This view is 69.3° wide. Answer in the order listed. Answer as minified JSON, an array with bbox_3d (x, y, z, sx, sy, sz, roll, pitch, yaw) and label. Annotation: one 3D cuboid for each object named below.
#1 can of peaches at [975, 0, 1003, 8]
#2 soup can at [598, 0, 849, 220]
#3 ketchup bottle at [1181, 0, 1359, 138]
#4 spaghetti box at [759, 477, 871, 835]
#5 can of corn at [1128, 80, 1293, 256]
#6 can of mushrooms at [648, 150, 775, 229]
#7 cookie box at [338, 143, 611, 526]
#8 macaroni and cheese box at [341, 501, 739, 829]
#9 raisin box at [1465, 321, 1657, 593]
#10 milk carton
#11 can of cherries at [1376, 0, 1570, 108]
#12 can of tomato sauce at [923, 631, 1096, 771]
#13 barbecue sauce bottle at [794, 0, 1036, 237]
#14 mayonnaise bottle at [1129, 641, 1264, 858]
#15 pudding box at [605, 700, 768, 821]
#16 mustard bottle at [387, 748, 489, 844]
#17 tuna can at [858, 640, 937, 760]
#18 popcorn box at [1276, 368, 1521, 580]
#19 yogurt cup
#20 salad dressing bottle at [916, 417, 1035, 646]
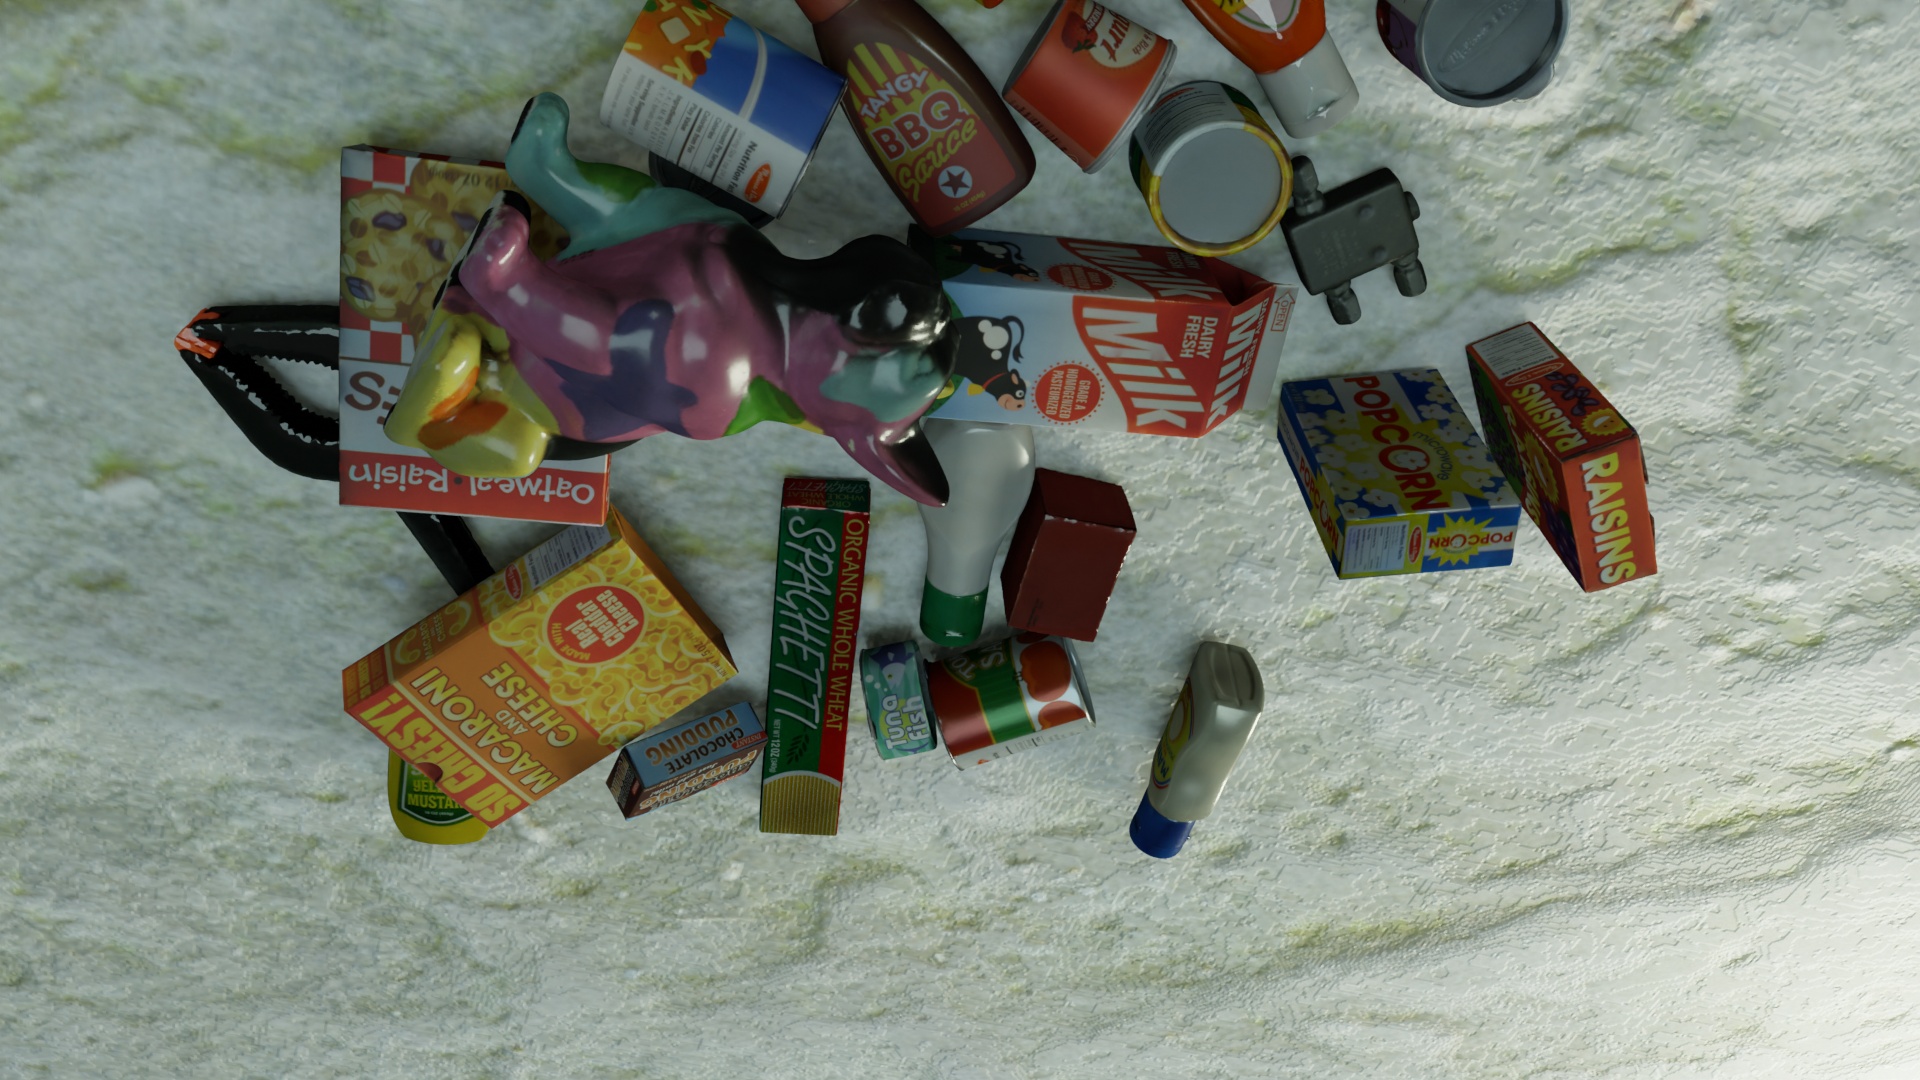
[{"bbox_3d":[0.006,-0.262,0.570,0.058,0.071,0.071,28,118,-22],"label":"can of peaches"},{"bbox_3d":[-0.097,-0.185,0.580,0.084,0.072,0.071,27,118,-13],"label":"soup can"},{"bbox_3d":[0.127,-0.246,0.606,0.064,0.044,0.148,-31,121,16],"label":"ketchup bottle"},{"bbox_3d":[-0.087,0.075,0.813,0.050,0.029,0.248,4,123,-7],"label":"spaghetti box"},{"bbox_3d":[0.117,-0.171,0.646,0.071,0.058,0.070,-2,124,-2],"label":"can of corn"},{"bbox_3d":[-0.110,-0.179,0.640,0.071,0.033,0.070,-2,124,-2],"label":"can of mushrooms"},{"bbox_3d":[-0.225,-0.094,0.658,0.123,0.040,0.166,5,108,-11],"label":"cookie box"},{"bbox_3d":[-0.225,0.071,0.756,0.166,0.040,0.123,-33,132,-2],"label":"macaroni and cheese box"},{"bbox_3d":[0.303,-0.044,0.704,0.040,0.124,0.085,-20,122,10],"label":"raisin box"},{"bbox_3d":[0.066,-0.101,0.679,0.191,0.074,0.072,4,123,-7],"label":"milk carton"},{"bbox_3d":[0.226,-0.230,0.614,0.071,0.059,0.071,-2,123,-3],"label":"can of cherries"},{"bbox_3d":[0.029,0.088,0.808,0.083,0.071,0.071,-19,123,8],"label":"can of tomato sauce"},{"bbox_3d":[-0.030,-0.210,0.618,0.064,0.044,0.148,-25,122,24],"label":"barbecue sauce bottle"},{"bbox_3d":[0.142,0.134,0.850,0.041,0.065,0.147,11,126,-7],"label":"mayonnaise bottle"},{"bbox_3d":[-0.160,0.129,0.811,0.084,0.030,0.049,-18,157,-36],"label":"pudding box"},{"bbox_3d":[-0.300,0.107,0.807,0.065,0.049,0.159,4,124,-12],"label":"mustard bottle"},{"bbox_3d":[-0.036,0.093,0.803,0.033,0.071,0.070,-12,124,2],"label":"tuna can"},{"bbox_3d":[0.217,-0.037,0.700,0.085,0.127,0.038,-4,128,-1],"label":"popcorn box"},{"bbox_3d":[0.055,-0.206,0.616,0.054,0.073,0.072,31,117,-13],"label":"yogurt cup"},{"bbox_3d":[0.003,-0.009,0.755,0.064,0.044,0.146,3,124,-8],"label":"salad dressing bottle"}]
